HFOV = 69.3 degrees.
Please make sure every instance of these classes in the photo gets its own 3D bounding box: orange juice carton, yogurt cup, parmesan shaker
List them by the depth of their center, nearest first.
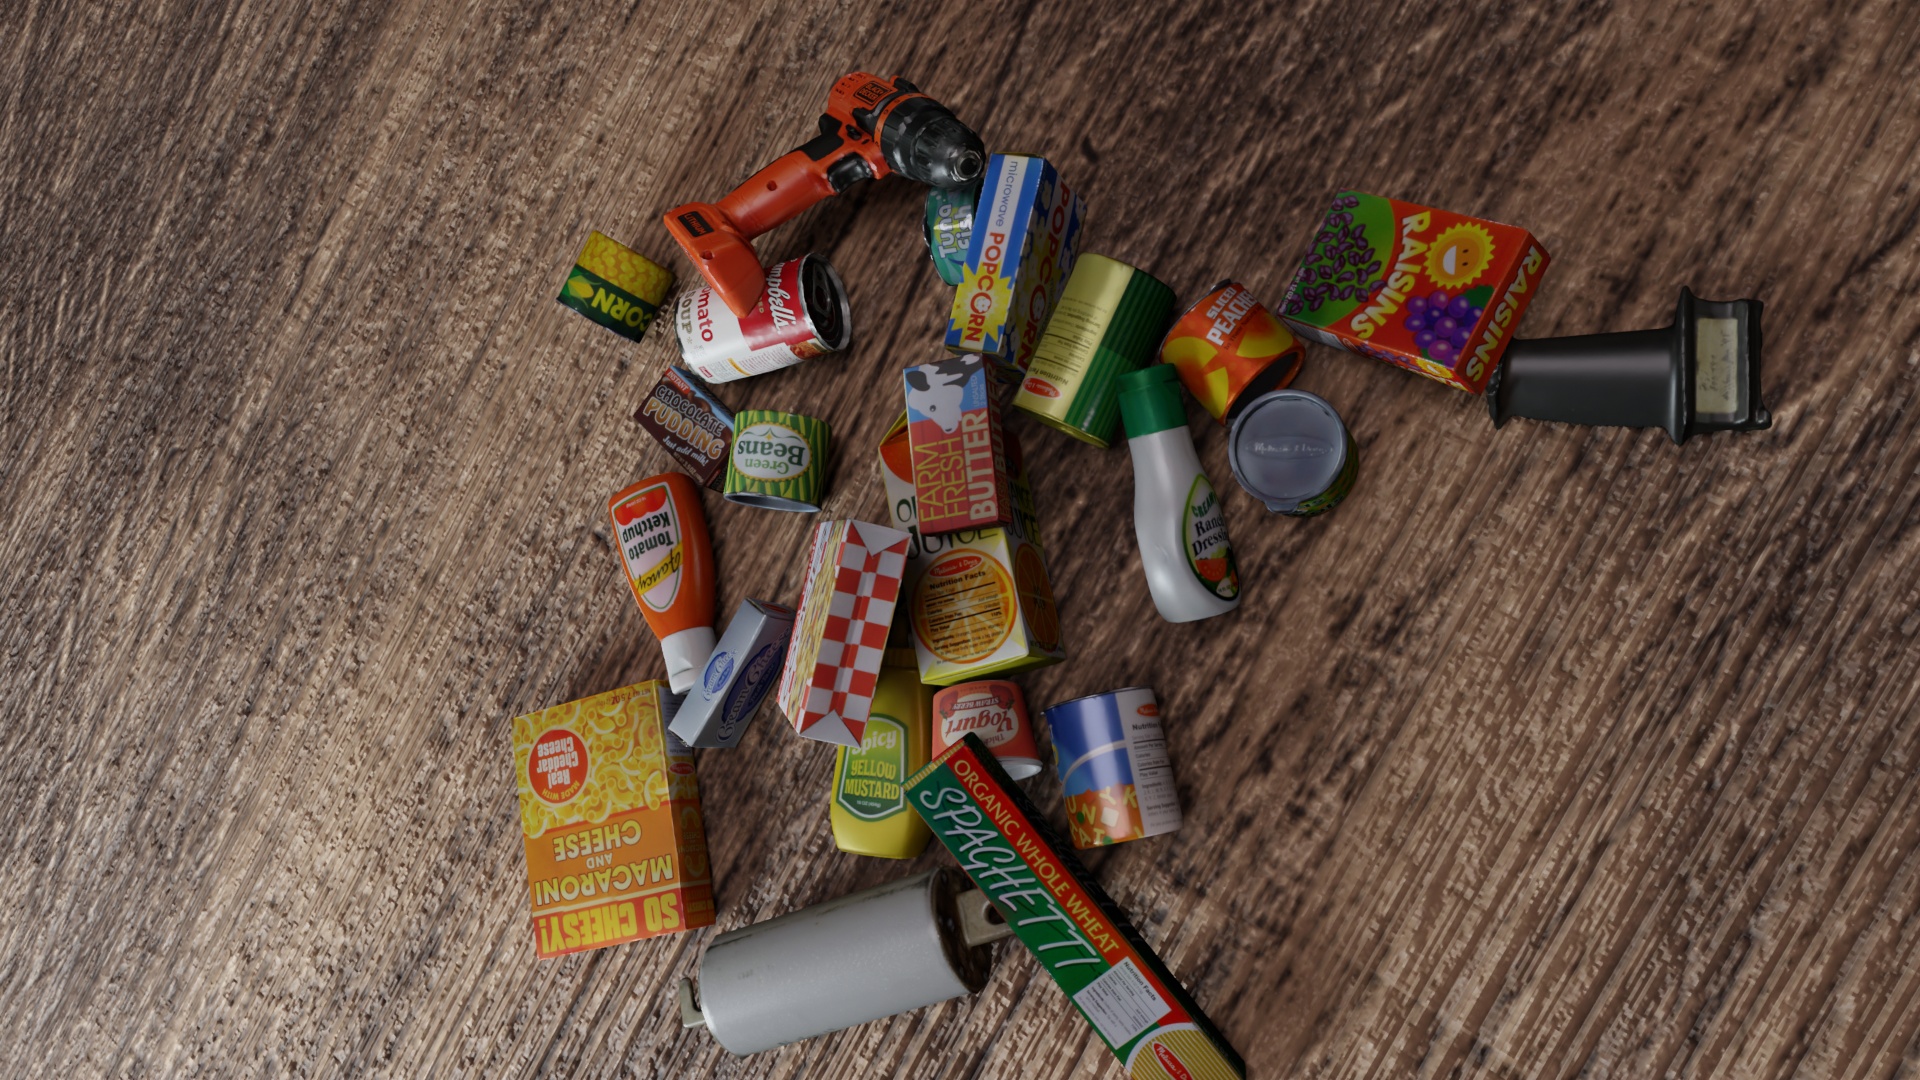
[{"bbox_3d":[0.013,0.118,0.845,0.072,0.072,0.054,-15,68,20],"label":"yogurt cup"},{"bbox_3d":[0.085,-0.115,0.850,0.071,0.071,0.103,26,91,24],"label":"parmesan shaker"},{"bbox_3d":[0.003,-0.011,0.865,0.073,0.072,0.193,-16,76,20],"label":"orange juice carton"}]

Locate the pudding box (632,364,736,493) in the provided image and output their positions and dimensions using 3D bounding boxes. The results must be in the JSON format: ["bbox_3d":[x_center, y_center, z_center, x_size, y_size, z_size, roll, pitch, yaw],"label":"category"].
[{"bbox_3d":[-0.185,-0.079,0.977,0.084,0.030,0.049,43,98,22],"label":"pudding box"}]

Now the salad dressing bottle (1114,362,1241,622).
[{"bbox_3d":[0.124,-0.028,0.809,0.044,0.064,0.147,-12,93,41],"label":"salad dressing bottle"}]

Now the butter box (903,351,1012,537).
[{"bbox_3d":[-0.002,-0.055,0.820,0.053,0.024,0.103,-10,78,20],"label":"butter box"}]

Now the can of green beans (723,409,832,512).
[{"bbox_3d":[-0.121,-0.052,0.927,0.071,0.071,0.058,4,83,23],"label":"can of green beans"}]

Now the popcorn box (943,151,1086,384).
[{"bbox_3d":[0.036,-0.168,0.869,0.038,0.085,0.126,12,86,23],"label":"popcorn box"}]

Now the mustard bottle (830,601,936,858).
[{"bbox_3d":[-0.044,0.117,0.876,0.065,0.049,0.160,1,82,20],"label":"mustard bottle"}]

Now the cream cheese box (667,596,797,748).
[{"bbox_3d":[-0.147,0.089,0.921,0.024,0.053,0.103,33,95,26],"label":"cream cheese box"}]

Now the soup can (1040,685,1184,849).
[{"bbox_3d":[0.087,0.133,0.810,0.071,0.071,0.084,-16,76,20],"label":"soup can"}]

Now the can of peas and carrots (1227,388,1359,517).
[{"bbox_3d":[0.192,-0.046,0.798,0.071,0.059,0.071,-3,81,23],"label":"can of peas and carrots"}]

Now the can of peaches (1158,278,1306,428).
[{"bbox_3d":[0.160,-0.110,0.816,0.071,0.071,0.058,-44,69,11],"label":"can of peaches"}]

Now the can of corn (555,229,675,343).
[{"bbox_3d":[-0.246,-0.182,0.999,0.071,0.071,0.058,31,94,24],"label":"can of corn"}]

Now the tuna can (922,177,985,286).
[{"bbox_3d":[0.003,-0.199,0.896,0.033,0.071,0.071,-5,80,21],"label":"tuna can"}]

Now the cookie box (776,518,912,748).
[{"bbox_3d":[-0.073,0.051,0.842,0.040,0.167,0.123,14,87,-12],"label":"cookie box"}]

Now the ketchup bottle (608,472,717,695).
[{"bbox_3d":[-0.197,0.031,0.958,0.064,0.043,0.149,-23,74,19],"label":"ketchup bottle"}]

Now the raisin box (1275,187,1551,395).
[{"bbox_3d":[0.251,-0.141,0.779,0.123,0.040,0.086,30,93,45],"label":"raisin box"}]

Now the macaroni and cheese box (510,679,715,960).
[{"bbox_3d":[-0.238,0.190,0.951,0.123,0.040,0.167,-16,75,20],"label":"macaroni and cheese box"}]

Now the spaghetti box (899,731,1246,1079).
[{"bbox_3d":[0.064,0.219,0.786,0.050,0.029,0.250,-40,87,12],"label":"spaghetti box"}]
